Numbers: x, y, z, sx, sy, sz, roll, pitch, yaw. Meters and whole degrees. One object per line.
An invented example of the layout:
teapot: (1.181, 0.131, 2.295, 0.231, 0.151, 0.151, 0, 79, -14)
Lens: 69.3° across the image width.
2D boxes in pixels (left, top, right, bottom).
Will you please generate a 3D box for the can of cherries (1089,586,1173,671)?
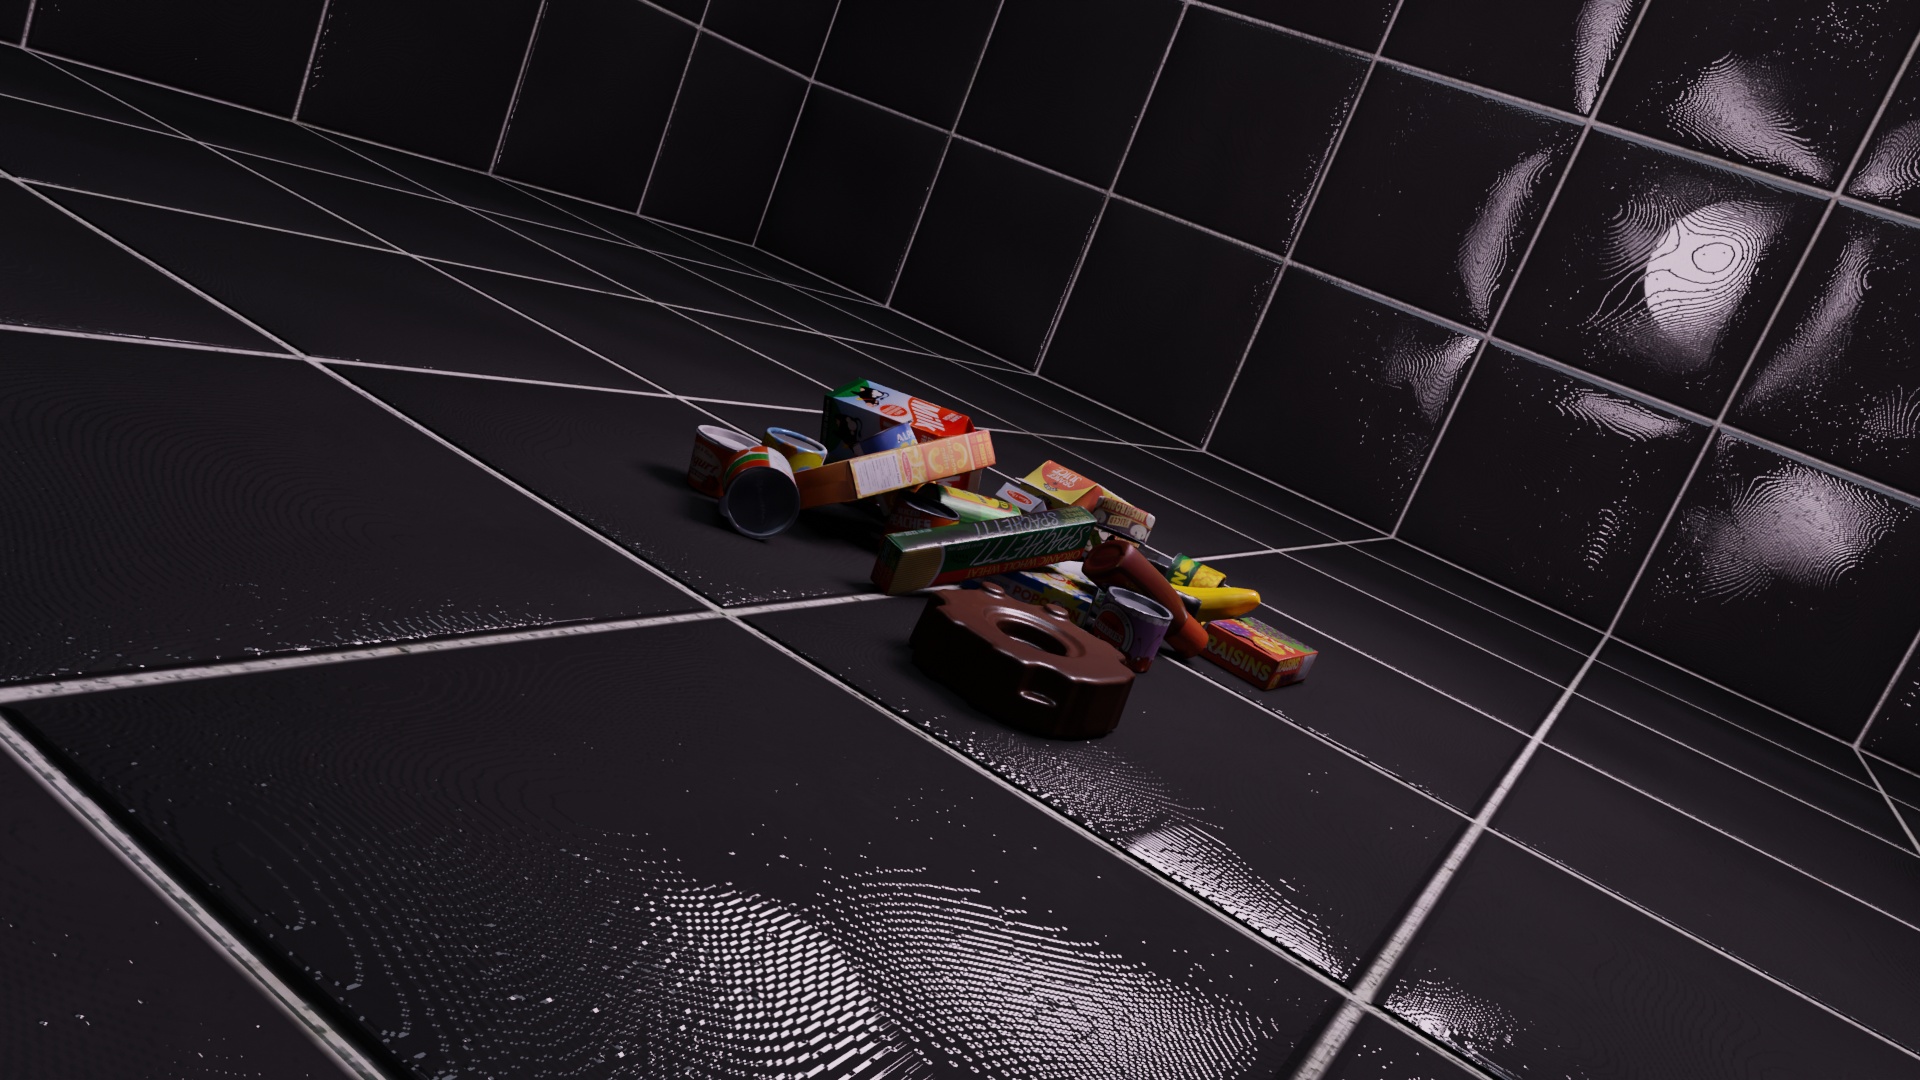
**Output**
can of cherries: (0.156, 0.083, 1.301, 0.071, 0.058, 0.071, 22, 13, -5)

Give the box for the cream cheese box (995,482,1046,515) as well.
cream cheese box: (0.075, -0.015, 1.517, 0.053, 0.024, 0.103, 30, -24, 36)

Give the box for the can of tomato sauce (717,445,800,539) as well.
can of tomato sauce: (-0.182, -0.044, 1.248, 0.071, 0.071, 0.083, 19, 12, -16)

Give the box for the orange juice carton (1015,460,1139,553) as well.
orange juice carton: (0.135, -0.031, 1.570, 0.072, 0.073, 0.192, 30, 3, 36)

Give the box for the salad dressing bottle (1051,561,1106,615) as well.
salad dressing bottle: (0.132, 0.045, 1.426, 0.148, 0.064, 0.044, 13, 1, -1)

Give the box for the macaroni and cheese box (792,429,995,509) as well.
macaroni and cheese box: (-0.068, -0.069, 1.364, 0.167, 0.040, 0.123, -15, 5, -35)

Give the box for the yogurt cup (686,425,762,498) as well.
yogurt cup: (-0.225, -0.072, 1.316, 0.072, 0.053, 0.072, 21, 12, -5)

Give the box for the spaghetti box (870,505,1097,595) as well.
spaghetti box: (0.028, 0.006, 1.287, 0.251, 0.050, 0.029, -9, 42, -41)

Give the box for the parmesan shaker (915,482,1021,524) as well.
parmesan shaker: (0.005, -0.018, 1.443, 0.103, 0.071, 0.071, 15, 14, -31)

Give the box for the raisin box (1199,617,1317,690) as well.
raisin box: (0.314, 0.118, 1.466, 0.086, 0.040, 0.123, 30, 16, 29)

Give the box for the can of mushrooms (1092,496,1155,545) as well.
can of mushrooms: (0.174, -0.021, 1.497, 0.071, 0.033, 0.071, 22, -1, 1)

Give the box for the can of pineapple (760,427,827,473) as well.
can of pineapple: (-0.176, -0.076, 1.404, 0.071, 0.057, 0.071, 21, 13, -5)

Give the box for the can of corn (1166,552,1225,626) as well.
can of corn: (0.258, 0.057, 1.564, 0.058, 0.071, 0.071, 26, 13, 19)

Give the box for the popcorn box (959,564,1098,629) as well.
popcorn box: (0.069, 0.044, 1.361, 0.127, 0.038, 0.085, 24, 12, 7)

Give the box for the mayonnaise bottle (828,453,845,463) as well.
mayonnaise bottle: (-0.087, -0.080, 1.611, 0.065, 0.041, 0.148, -2, 27, -45)

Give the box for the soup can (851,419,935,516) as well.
soup can: (-0.066, -0.078, 1.482, 0.083, 0.071, 0.071, 65, 14, -3)

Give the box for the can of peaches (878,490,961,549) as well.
can of peaches: (-0.042, -0.009, 1.353, 0.071, 0.058, 0.071, 21, 13, -5)

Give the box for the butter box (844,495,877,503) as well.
butter box: (-0.116, -0.061, 1.520, 0.053, 0.024, 0.104, 26, 13, 22)

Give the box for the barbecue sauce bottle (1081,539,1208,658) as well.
barbecue sauce bottle: (0.187, 0.060, 1.370, 0.148, 0.044, 0.064, 43, -28, -26)

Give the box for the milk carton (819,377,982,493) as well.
milk carton: (-0.058, -0.114, 1.559, 0.191, 0.072, 0.074, 22, 31, 21)
